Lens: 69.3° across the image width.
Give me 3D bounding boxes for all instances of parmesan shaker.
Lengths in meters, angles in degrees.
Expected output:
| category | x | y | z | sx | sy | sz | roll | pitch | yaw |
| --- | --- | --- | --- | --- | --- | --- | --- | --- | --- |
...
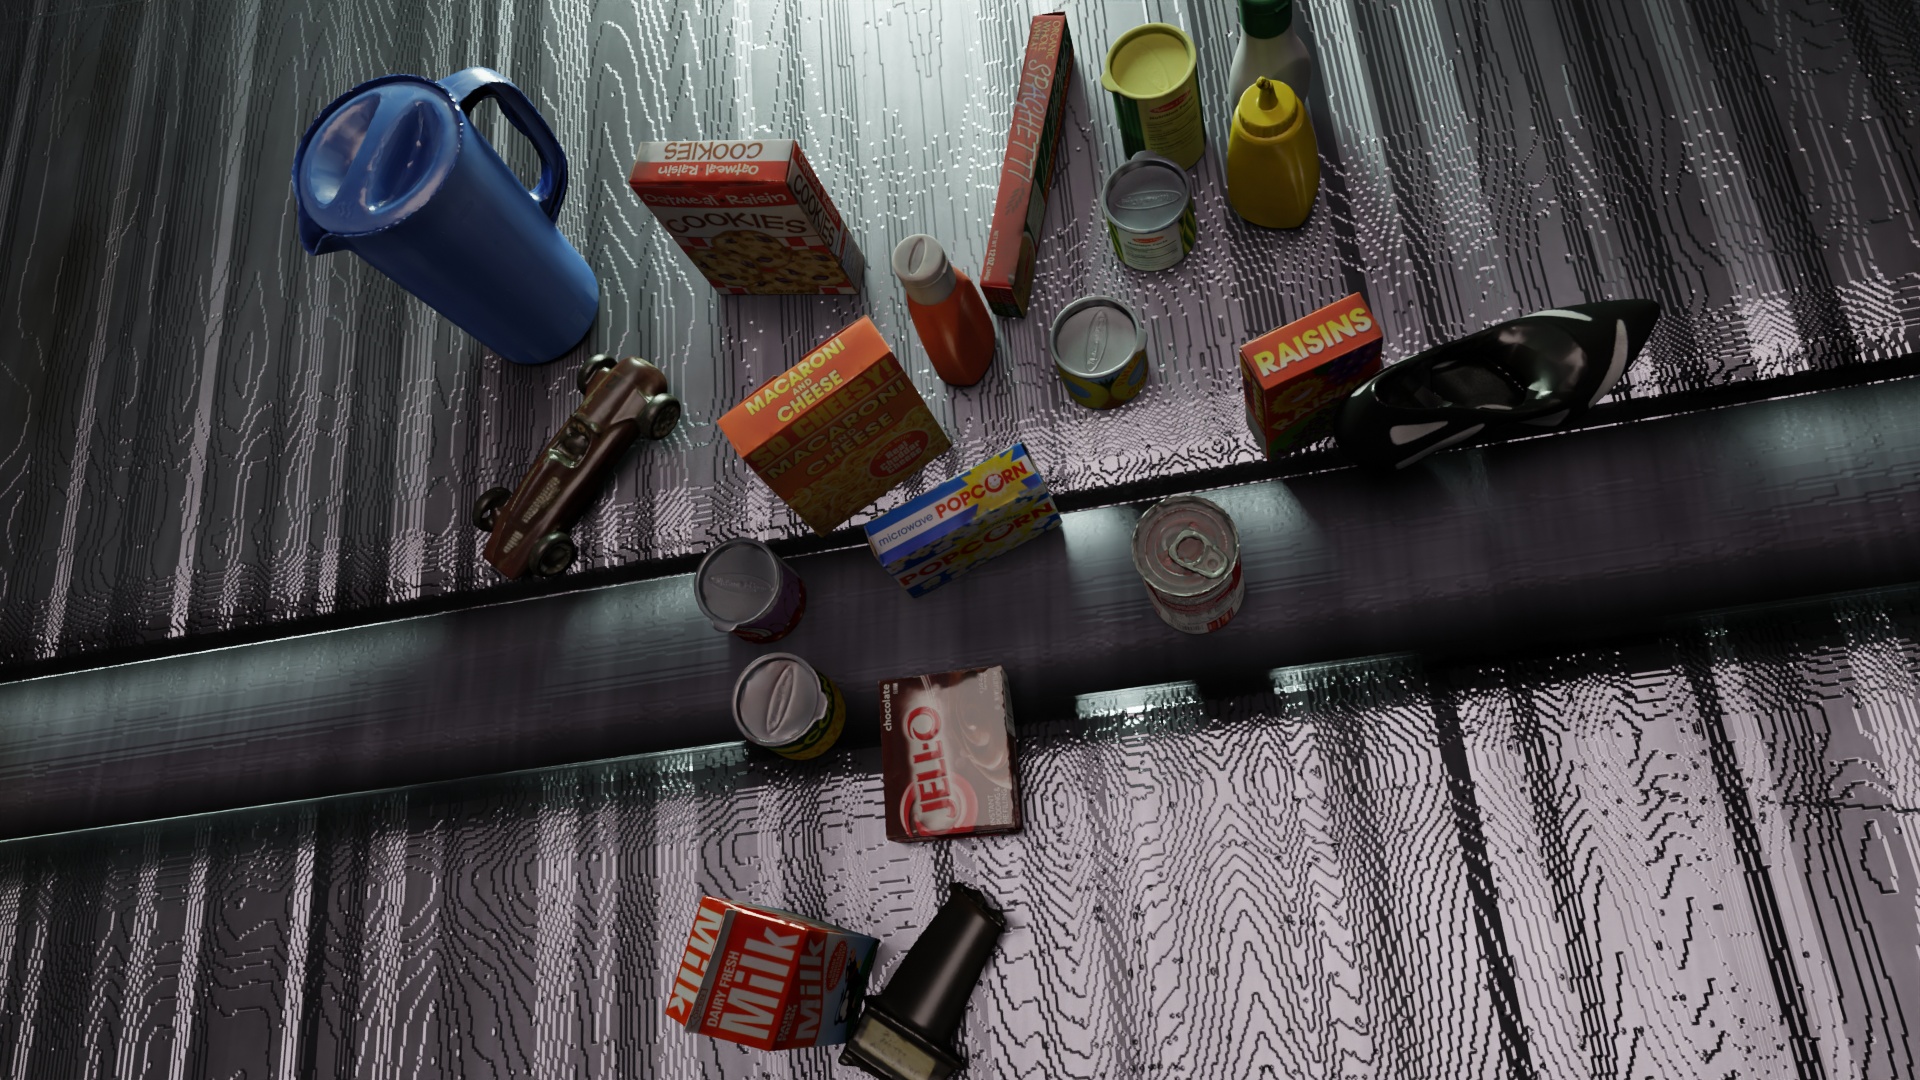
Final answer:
| category | x | y | z | sx | sy | sz | roll | pitch | yaw |
| --- | --- | --- | --- | --- | --- | --- | --- | --- | --- |
| parmesan shaker | 0.147 | -0.330 | 1.050 | 0.071 | 0.103 | 0.071 | -4 | 70 | 13 |

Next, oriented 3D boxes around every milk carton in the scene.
| category | x | y | z | sx | sy | sz | roll | pitch | yaw |
| --- | --- | --- | --- | --- | --- | --- | --- | --- | --- |
| milk carton | -0.119 | 0.267 | 0.857 | 0.073 | 0.190 | 0.072 | 12 | 75 | 18 |

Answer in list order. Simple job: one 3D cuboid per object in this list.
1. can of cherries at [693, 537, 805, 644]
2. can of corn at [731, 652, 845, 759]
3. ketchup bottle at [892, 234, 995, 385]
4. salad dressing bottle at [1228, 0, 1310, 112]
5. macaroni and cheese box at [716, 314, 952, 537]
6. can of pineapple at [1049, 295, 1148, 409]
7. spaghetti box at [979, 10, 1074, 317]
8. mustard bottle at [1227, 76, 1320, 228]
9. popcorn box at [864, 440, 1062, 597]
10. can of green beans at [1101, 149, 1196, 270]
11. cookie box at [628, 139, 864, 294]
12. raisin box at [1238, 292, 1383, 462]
| category | x | y | z | sx | sy | sz | roll | pitch | yaw |
| --- | --- | --- | --- | --- | --- | --- | --- | --- | --- |
| can of cherries | -0.155 | 0.040 | 1.018 | 0.071 | 0.058 | 0.071 | -4 | 70 | 13 |
| can of corn | -0.118 | 0.119 | 0.981 | 0.071 | 0.058 | 0.071 | -4 | 70 | 13 |
| ketchup bottle | -0.011 | -0.169 | 1.008 | 0.043 | 0.148 | 0.065 | 9 | 74 | 17 |
| salad dressing bottle | 0.225 | -0.359 | 1.017 | 0.064 | 0.147 | 0.044 | -37 | 67 | 0 |
| macaroni and cheese box | -0.085 | -0.076 | 0.983 | 0.124 | 0.166 | 0.040 | -36 | 67 | 0 |
| can of pineapple | 0.104 | -0.136 | 1.017 | 0.071 | 0.057 | 0.071 | -4 | 70 | 13 |
| spaghetti box | 0.055 | -0.297 | 1.090 | 0.029 | 0.050 | 0.251 | 6 | 73 | 16 |
| mustard bottle | 0.221 | -0.280 | 0.983 | 0.065 | 0.160 | 0.049 | 15 | 76 | 18 |
| popcorn box | 0.004 | -0.012 | 0.983 | 0.127 | 0.085 | 0.038 | -28 | 67 | 3 |
| can of green beans | 0.143 | -0.245 | 1.046 | 0.071 | 0.057 | 0.071 | -4 | 70 | 13 |
| cookie box | -0.158 | -0.242 | 1.060 | 0.123 | 0.167 | 0.040 | 3 | 72 | 15 |
| raisin box | 0.237 | -0.108 | 0.938 | 0.086 | 0.123 | 0.040 | -24 | 67 | 5 |
